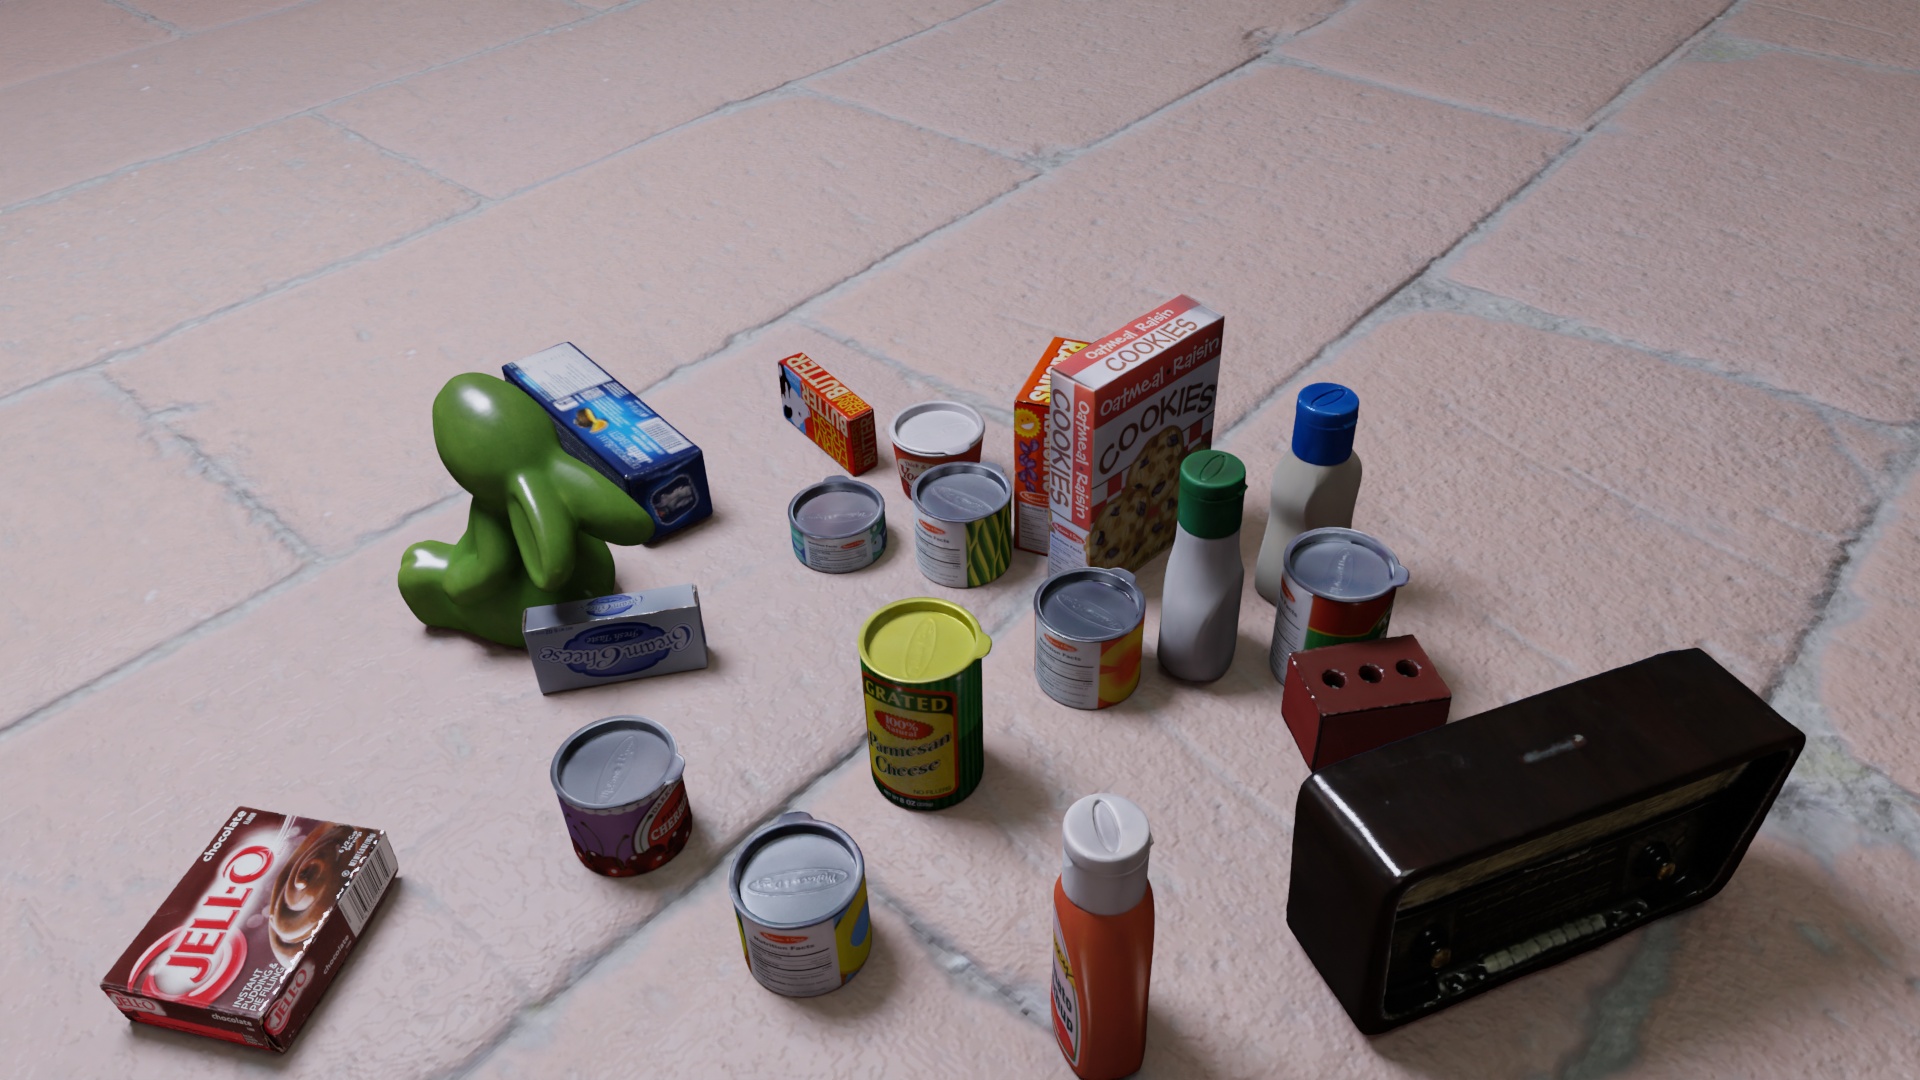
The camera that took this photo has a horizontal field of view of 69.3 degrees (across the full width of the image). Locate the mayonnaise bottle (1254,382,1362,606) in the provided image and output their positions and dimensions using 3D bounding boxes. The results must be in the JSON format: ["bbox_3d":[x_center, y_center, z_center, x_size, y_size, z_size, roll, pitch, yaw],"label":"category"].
[{"bbox_3d":[0.220,-0.028,0.865,0.065,0.147,0.041,-26,44,-27],"label":"mayonnaise bottle"}]

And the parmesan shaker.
[{"bbox_3d":[-0.017,0.091,0.762,0.071,0.102,0.072,-1,38,1],"label":"parmesan shaker"}]

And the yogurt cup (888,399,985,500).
[{"bbox_3d":[-0.016,-0.061,0.993,0.072,0.053,0.073,-1,38,1],"label":"yogurt cup"}]

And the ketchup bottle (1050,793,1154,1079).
[{"bbox_3d":[0.063,0.174,0.618,0.043,0.148,0.065,-7,39,-6],"label":"ketchup bottle"}]

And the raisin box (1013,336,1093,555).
[{"bbox_3d":[0.067,-0.062,0.936,0.040,0.122,0.086,13,41,18],"label":"raisin box"}]

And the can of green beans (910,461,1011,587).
[{"bbox_3d":[0.002,-0.011,0.926,0.071,0.057,0.071,-1,38,1],"label":"can of green beans"}]

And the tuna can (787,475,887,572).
[{"bbox_3d":[-0.084,-0.012,0.951,0.071,0.032,0.071,-1,39,1],"label":"tuna can"}]

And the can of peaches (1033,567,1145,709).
[{"bbox_3d":[0.079,0.058,0.836,0.071,0.057,0.071,-1,38,1],"label":"can of peaches"}]

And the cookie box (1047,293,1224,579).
[{"bbox_3d":[0.110,-0.058,0.894,0.123,0.166,0.040,-32,47,-32],"label":"cookie box"}]

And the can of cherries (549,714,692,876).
[{"bbox_3d":[-0.179,0.138,0.746,0.071,0.058,0.072,-1,38,1],"label":"can of cherries"}]

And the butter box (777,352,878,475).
[{"bbox_3d":[-0.100,-0.096,1.040,0.024,0.052,0.104,-25,44,-26],"label":"butter box"}]

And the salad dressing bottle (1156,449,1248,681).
[{"bbox_3d":[0.143,0.016,0.814,0.044,0.146,0.064,20,44,26],"label":"salad dressing bottle"}]

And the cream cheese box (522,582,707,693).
[{"bbox_3d":[-0.209,0.060,0.850,0.104,0.053,0.024,-9,39,-9],"label":"cream cheese box"}]

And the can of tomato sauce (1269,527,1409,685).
[{"bbox_3d":[0.223,0.045,0.826,0.071,0.082,0.071,-1,38,1],"label":"can of tomato sauce"}]

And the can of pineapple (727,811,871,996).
[{"bbox_3d":[-0.078,0.181,0.689,0.071,0.057,0.071,-1,38,1],"label":"can of pineapple"}]
